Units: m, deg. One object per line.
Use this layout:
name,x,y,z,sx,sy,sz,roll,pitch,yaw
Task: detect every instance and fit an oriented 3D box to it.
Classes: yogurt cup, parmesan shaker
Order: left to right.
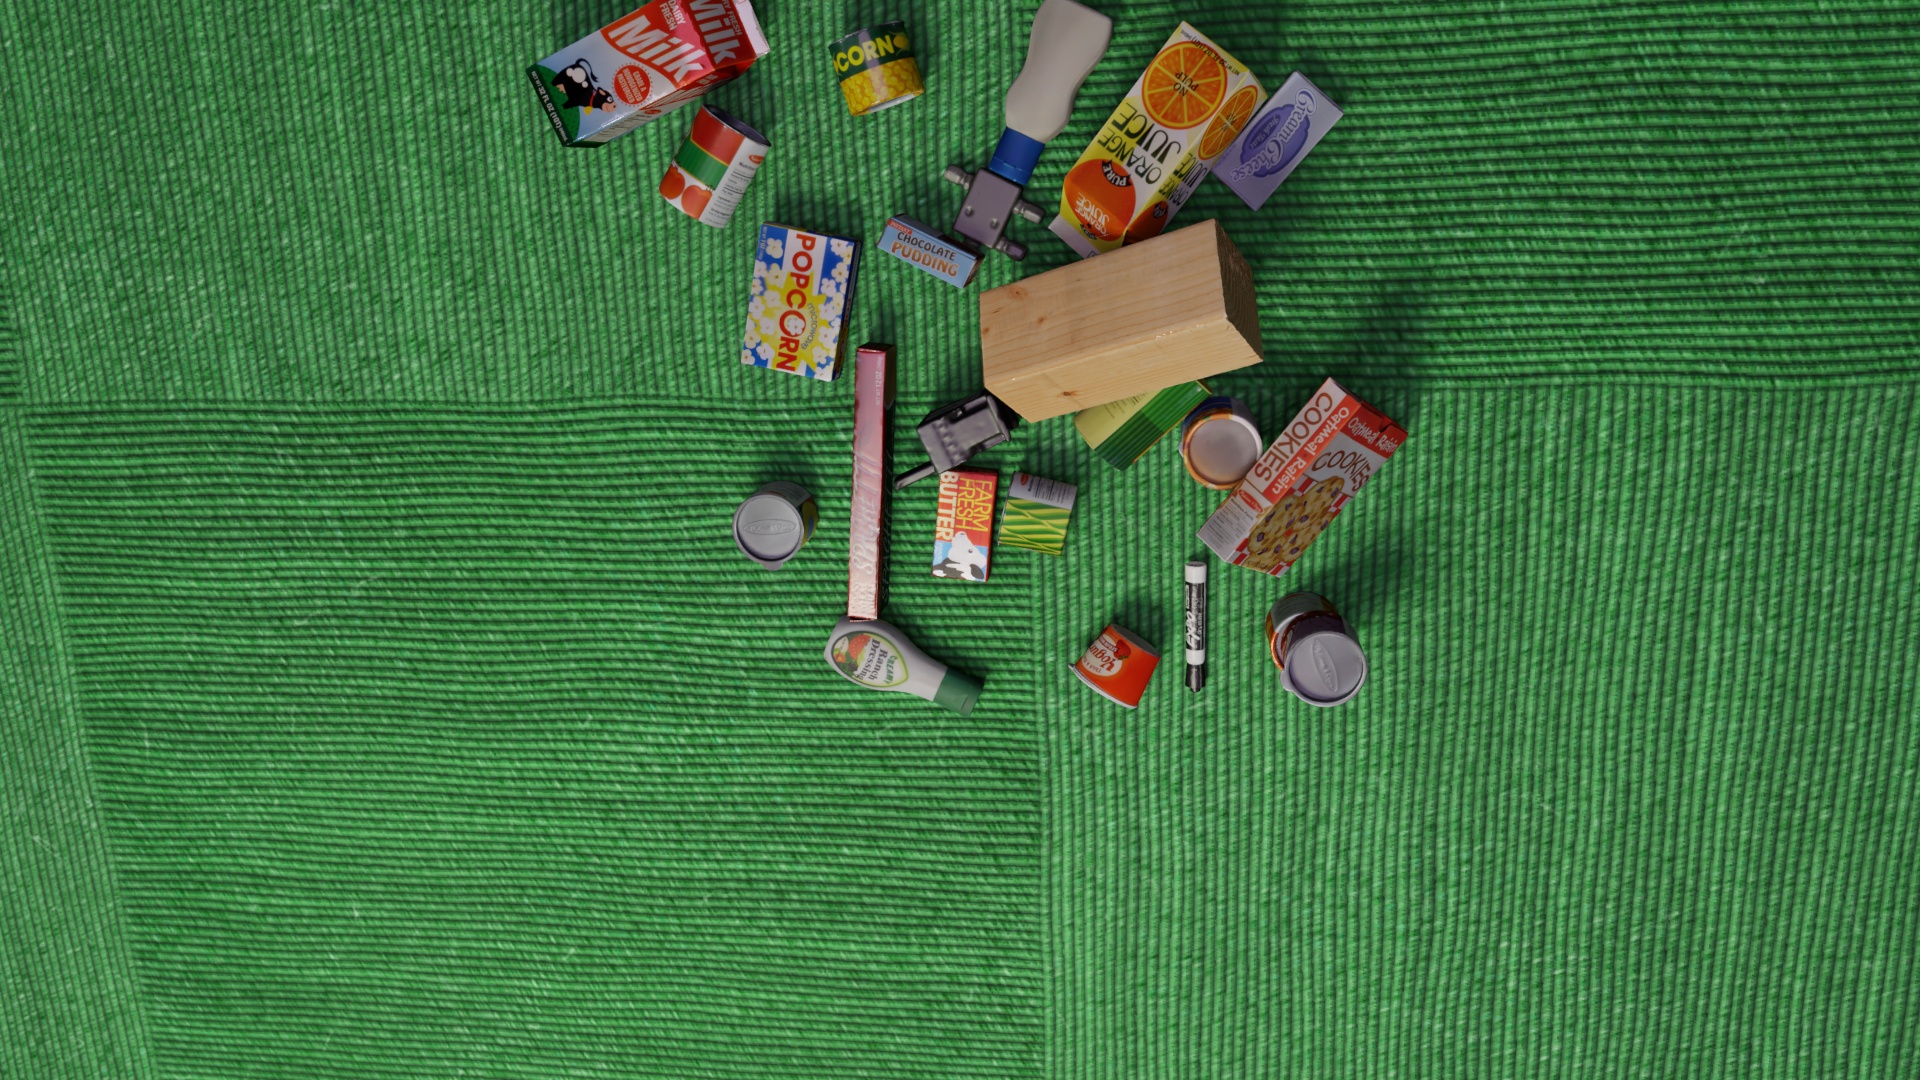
yogurt cup,0.143,0.111,1.248,0.072,0.072,0.054,31,99,0
parmesan shaker,0.154,-0.117,1.188,0.103,0.071,0.071,-42,95,17

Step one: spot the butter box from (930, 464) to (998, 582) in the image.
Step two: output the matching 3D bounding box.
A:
butter box,0.004,-0.016,1.255,0.053,0.024,0.103,7,105,7

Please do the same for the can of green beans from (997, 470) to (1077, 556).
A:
can of green beans,0.068,-0.023,1.222,0.058,0.071,0.071,14,106,4

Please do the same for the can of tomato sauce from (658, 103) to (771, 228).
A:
can of tomato sauce,-0.212,-0.321,1.188,0.071,0.071,0.083,33,107,-1

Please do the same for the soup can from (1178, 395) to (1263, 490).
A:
soup can,0.218,-0.081,1.176,0.071,0.084,0.071,2,105,8

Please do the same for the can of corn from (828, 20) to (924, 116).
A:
can of corn,-0.069,-0.389,1.146,0.071,0.071,0.058,-16,102,12

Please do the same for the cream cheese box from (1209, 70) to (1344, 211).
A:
cream cheese box,0.258,-0.327,1.137,0.053,0.024,0.103,41,106,-4

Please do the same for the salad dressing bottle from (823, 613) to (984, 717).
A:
salad dressing bottle,-0.052,0.118,1.288,0.148,0.044,0.064,24,108,2

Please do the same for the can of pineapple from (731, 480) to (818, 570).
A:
can of pineapple,-0.168,-0.015,1.263,0.071,0.058,0.070,2,105,8

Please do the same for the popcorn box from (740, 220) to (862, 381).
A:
popcorn box,-0.139,-0.210,1.219,0.085,0.038,0.126,13,106,5

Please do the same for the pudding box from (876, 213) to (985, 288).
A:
pudding box,-0.025,-0.248,1.186,0.084,0.050,0.030,26,108,1

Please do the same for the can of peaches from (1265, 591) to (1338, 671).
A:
can of peaches,0.304,0.086,1.219,0.071,0.058,0.071,2,104,8

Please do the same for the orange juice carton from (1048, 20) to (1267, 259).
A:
orange juice carton,0.153,-0.310,1.122,0.072,0.073,0.192,44,107,17

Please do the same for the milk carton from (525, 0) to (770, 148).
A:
milk carton,-0.257,-0.403,1.169,0.190,0.074,0.072,-21,100,13

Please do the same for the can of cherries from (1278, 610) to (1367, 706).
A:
can of cherries,0.300,0.098,1.161,0.071,0.058,0.071,2,106,8

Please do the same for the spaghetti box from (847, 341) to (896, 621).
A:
spaghetti box,-0.079,-0.051,1.245,0.029,0.050,0.249,5,105,8

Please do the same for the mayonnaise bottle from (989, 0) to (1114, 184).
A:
mayonnaise bottle,0.069,-0.370,1.147,0.065,0.041,0.147,26,108,2

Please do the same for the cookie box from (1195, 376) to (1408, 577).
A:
cookie box,0.287,-0.048,1.154,0.167,0.123,0.040,-51,59,16
